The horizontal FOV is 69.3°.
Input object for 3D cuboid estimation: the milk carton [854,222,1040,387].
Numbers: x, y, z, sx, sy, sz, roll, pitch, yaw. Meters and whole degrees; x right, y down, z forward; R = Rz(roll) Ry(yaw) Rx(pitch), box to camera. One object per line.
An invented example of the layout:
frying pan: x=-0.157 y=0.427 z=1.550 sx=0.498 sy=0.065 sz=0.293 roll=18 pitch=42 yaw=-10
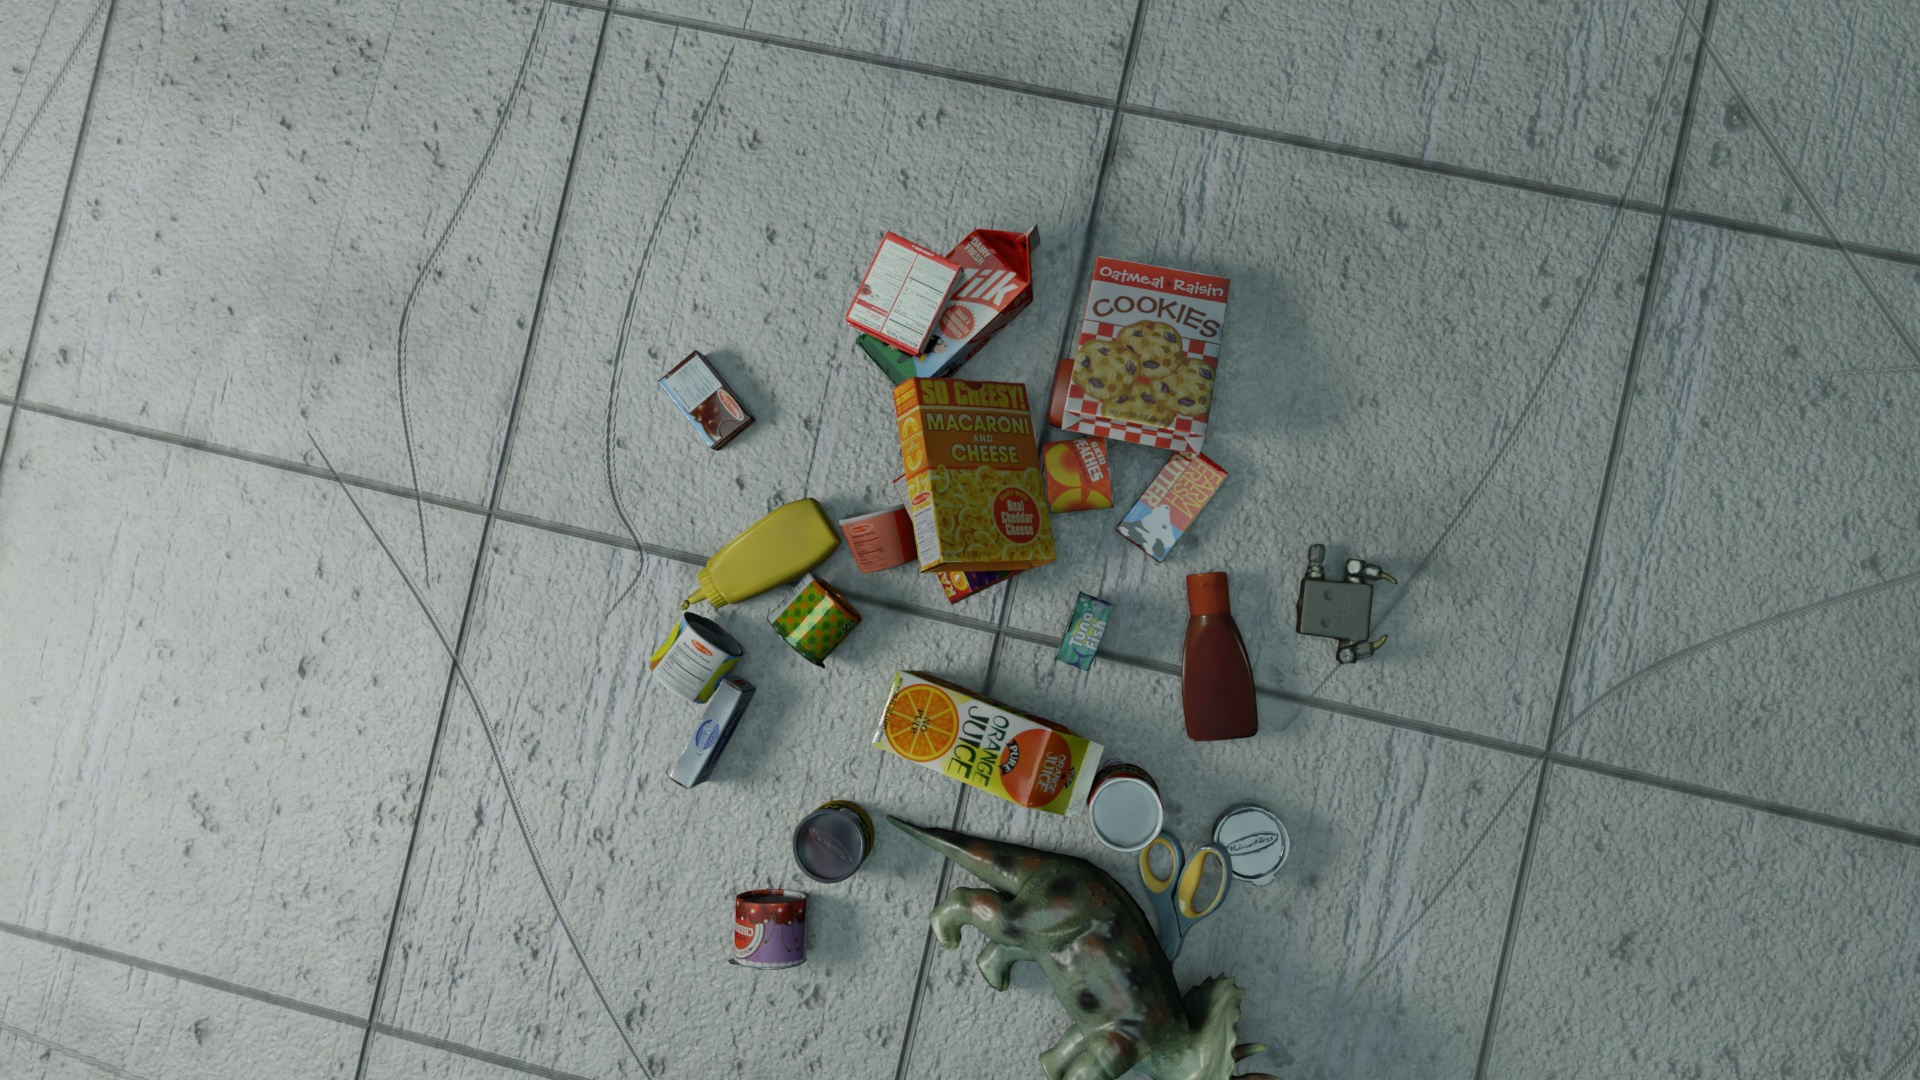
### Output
milk carton: x=0.001 y=-0.214 z=1.262 sx=0.190 sy=0.072 sz=0.073 roll=-43 pitch=85 yaw=2

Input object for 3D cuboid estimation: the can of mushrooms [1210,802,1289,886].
can of mushrooms: x=0.258 y=0.271 z=1.238 sx=0.071 sy=0.033 sz=0.071 roll=0 pitch=87 yaw=4

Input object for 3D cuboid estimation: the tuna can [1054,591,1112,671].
tuna can: x=0.110 y=0.081 z=1.241 sx=0.033 sy=0.071 sz=0.071 roll=21 pitch=90 yaw=4

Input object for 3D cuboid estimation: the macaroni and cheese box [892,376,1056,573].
macaroni and cheese box: x=0.013 y=-0.058 z=1.214 sx=0.124 sy=0.040 sz=0.166 roll=-1 pitch=76 yaw=-35

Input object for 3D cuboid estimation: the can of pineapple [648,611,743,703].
can of pineapple: x=-0.242 y=0.107 z=1.273 sx=0.071 sy=0.071 sz=0.058 roll=38 pitch=95 yaw=5

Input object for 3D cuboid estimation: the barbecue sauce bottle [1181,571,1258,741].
barbecue sauce bottle: x=0.228 y=0.103 z=1.243 sx=0.065 sy=0.043 sz=0.148 roll=-6 pitch=87 yaw=5

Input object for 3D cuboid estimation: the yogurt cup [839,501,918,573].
yogurt cup: x=-0.071 y=-0.002 z=1.265 sx=0.072 sy=0.072 sz=0.054 roll=-15 pitch=95 yaw=4

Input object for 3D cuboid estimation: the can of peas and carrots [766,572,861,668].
can of peas and carrots: x=-0.131 y=0.073 z=1.265 sx=0.071 sy=0.071 sz=0.058 roll=43 pitch=92 yaw=5

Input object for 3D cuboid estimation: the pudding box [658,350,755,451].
pudding box: x=-0.237 y=-0.130 z=1.300 sx=0.049 sy=0.030 sz=0.084 roll=-39 pitch=85 yaw=1

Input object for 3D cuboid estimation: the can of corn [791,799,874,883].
can of corn: x=-0.113 y=0.269 z=1.258 sx=0.071 sy=0.058 sz=0.071 roll=0 pitch=88 yaw=5

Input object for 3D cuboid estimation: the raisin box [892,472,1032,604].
raisin box: x=0.004 y=-0.016 z=1.248 sx=0.086 sy=0.040 sz=0.123 roll=-22 pitch=84 yaw=-38

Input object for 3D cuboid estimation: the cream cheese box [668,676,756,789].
cream cheese box: x=-0.226 y=0.176 z=1.275 sx=0.024 sy=0.053 sz=0.104 roll=29 pitch=90 yaw=7

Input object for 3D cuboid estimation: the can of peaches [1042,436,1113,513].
can of peaches: x=0.106 y=-0.060 z=1.247 sx=0.058 sy=0.071 sz=0.071 roll=-6 pitch=87 yaw=6

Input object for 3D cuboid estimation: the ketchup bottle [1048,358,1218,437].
ketchup bottle: x=0.157 y=-0.123 z=1.259 sx=0.149 sy=0.043 sz=0.065 roll=10 pitch=81 yaw=5

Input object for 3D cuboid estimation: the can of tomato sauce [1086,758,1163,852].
can of tomato sauce: x=0.145 y=0.233 z=1.225 sx=0.071 sy=0.083 sz=0.071 roll=0 pitch=88 yaw=5

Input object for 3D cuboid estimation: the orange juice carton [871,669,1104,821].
orange juice carton: x=0.027 y=0.180 z=1.228 sx=0.193 sy=0.073 sz=0.072 roll=20 pitch=90 yaw=15

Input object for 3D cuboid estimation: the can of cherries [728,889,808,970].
can of cherries: x=-0.173 y=0.350 z=1.254 sx=0.071 sy=0.071 sz=0.058 roll=2 pitch=88 yaw=5

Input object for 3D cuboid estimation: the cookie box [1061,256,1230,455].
cookie box: x=0.166 y=-0.166 z=1.232 sx=0.123 sy=0.040 sz=0.168 roll=11 pitch=65 yaw=5

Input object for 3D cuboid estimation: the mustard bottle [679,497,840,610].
mustard bottle: x=-0.191 y=0.021 z=1.280 sx=0.160 sy=0.049 sz=0.065 roll=-29 pitch=85 yaw=4

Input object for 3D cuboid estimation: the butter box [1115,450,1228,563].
butter box: x=0.192 y=-0.035 z=1.262 sx=0.053 sy=0.024 sz=0.103 roll=37 pitch=91 yaw=5
